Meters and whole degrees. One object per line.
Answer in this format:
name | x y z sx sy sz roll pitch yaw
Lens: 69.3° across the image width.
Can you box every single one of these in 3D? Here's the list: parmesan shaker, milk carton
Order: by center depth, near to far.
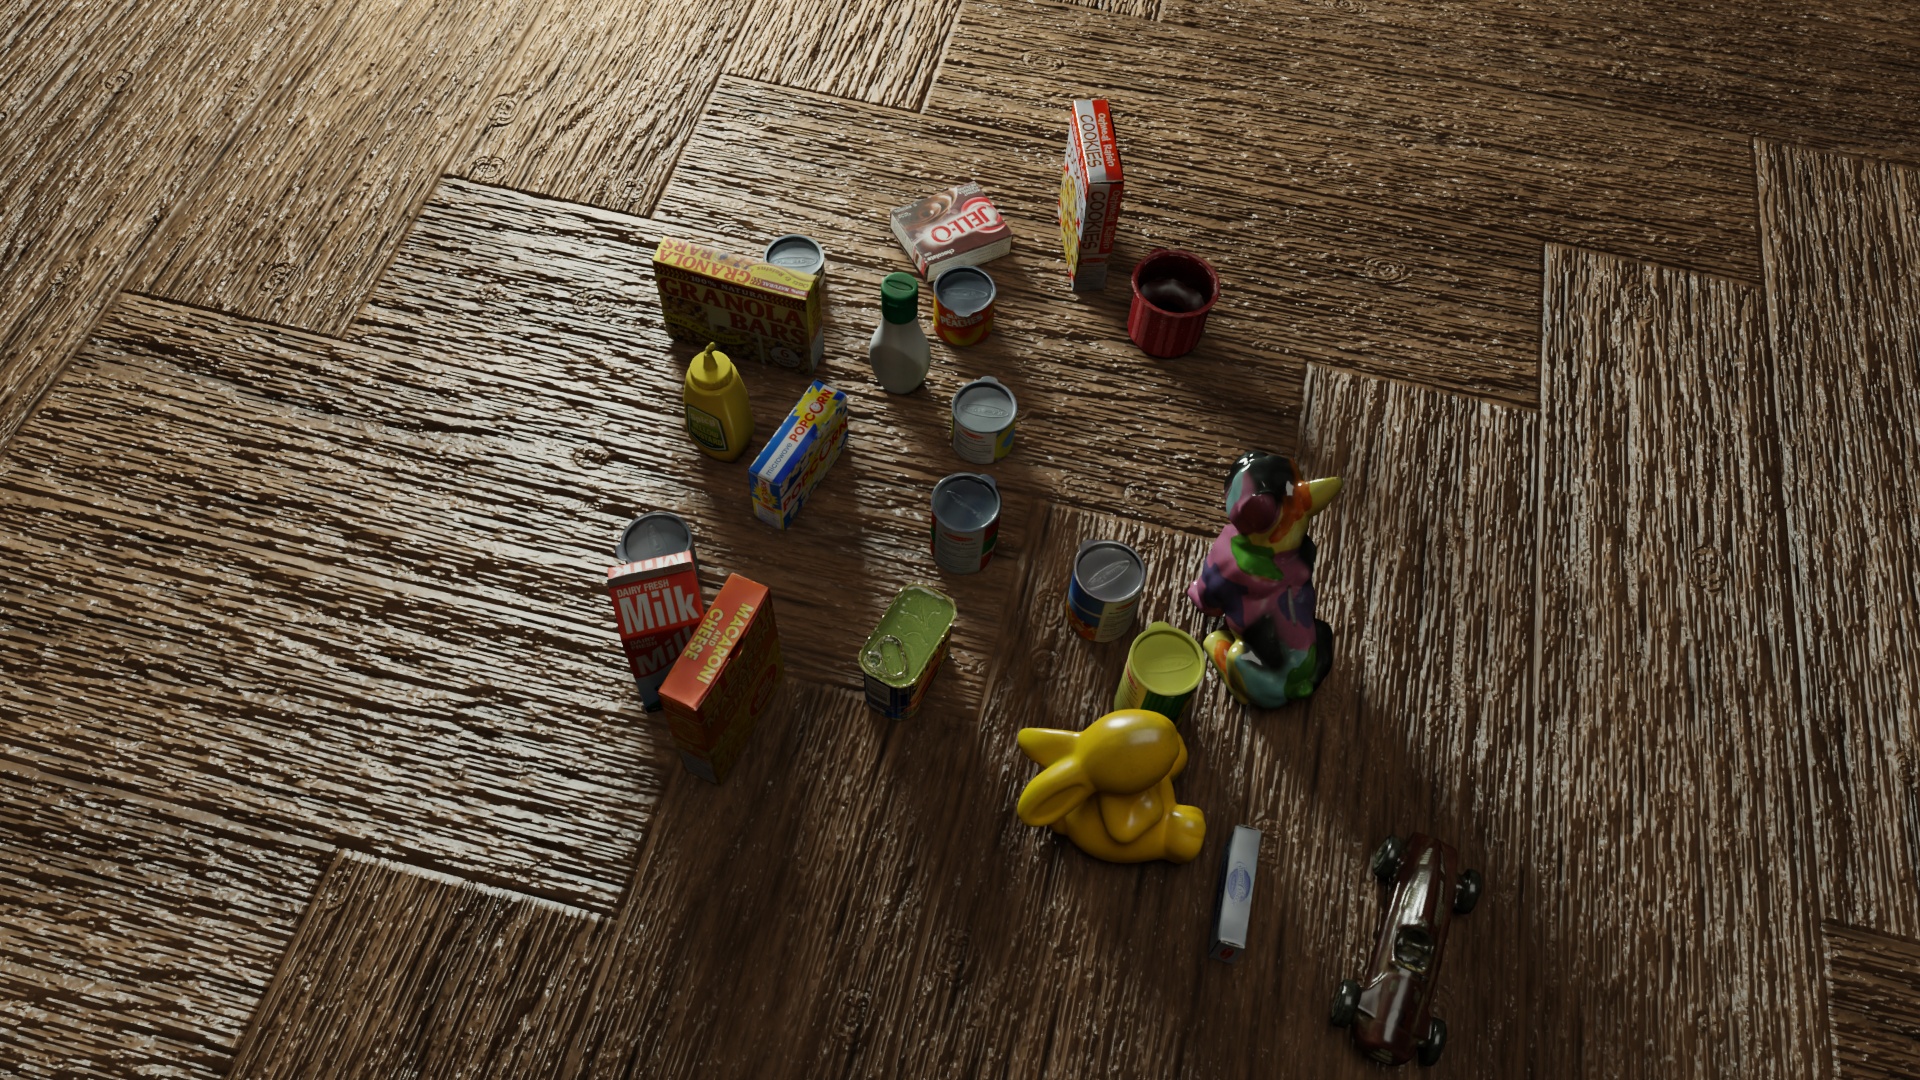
milk carton | -0.256 0.072 1.201 0.072 0.189 0.074 -13 61 -10
parmesan shaker | 0.176 0.127 1.240 0.071 0.102 0.071 1 59 -2

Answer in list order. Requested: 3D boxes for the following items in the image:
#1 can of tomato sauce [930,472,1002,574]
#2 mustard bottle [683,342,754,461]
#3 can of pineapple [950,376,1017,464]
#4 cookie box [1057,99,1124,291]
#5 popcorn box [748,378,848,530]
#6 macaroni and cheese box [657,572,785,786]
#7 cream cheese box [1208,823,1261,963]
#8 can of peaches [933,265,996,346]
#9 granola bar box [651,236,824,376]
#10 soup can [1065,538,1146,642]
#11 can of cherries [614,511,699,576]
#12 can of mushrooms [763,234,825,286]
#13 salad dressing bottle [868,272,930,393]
can of tomato sauce | 0.005 -0.017 1.330 0.071 0.082 0.071 1 59 -2
mustard bottle | -0.239 -0.139 1.347 0.065 0.159 0.049 24 61 11
can of pineapple | 0.024 -0.121 1.408 0.071 0.057 0.071 1 59 -2
cookie box | 0.140 -0.371 1.501 0.040 0.166 0.123 -4 59 -5
popcorn box | -0.157 -0.083 1.361 0.038 0.084 0.127 25 61 12
macaroni and cheese box | -0.200 0.122 1.188 0.040 0.165 0.124 22 61 10
cream cheese box | 0.230 0.297 1.169 0.024 0.053 0.104 13 59 5
can of peaches | 0.003 -0.248 1.484 0.071 0.057 0.071 1 59 -2
granola bar box | -0.227 -0.239 1.428 0.166 0.123 0.039 15 60 6
soup can | 0.133 0.046 1.298 0.071 0.083 0.071 1 59 -2
can of cherries | -0.286 0.016 1.310 0.071 0.058 0.072 1 59 -2
can of mushrooms | -0.182 -0.298 1.519 0.071 0.033 0.071 1 59 -2
salad dressing bottle | -0.061 -0.209 1.405 0.064 0.147 0.044 19 60 8
